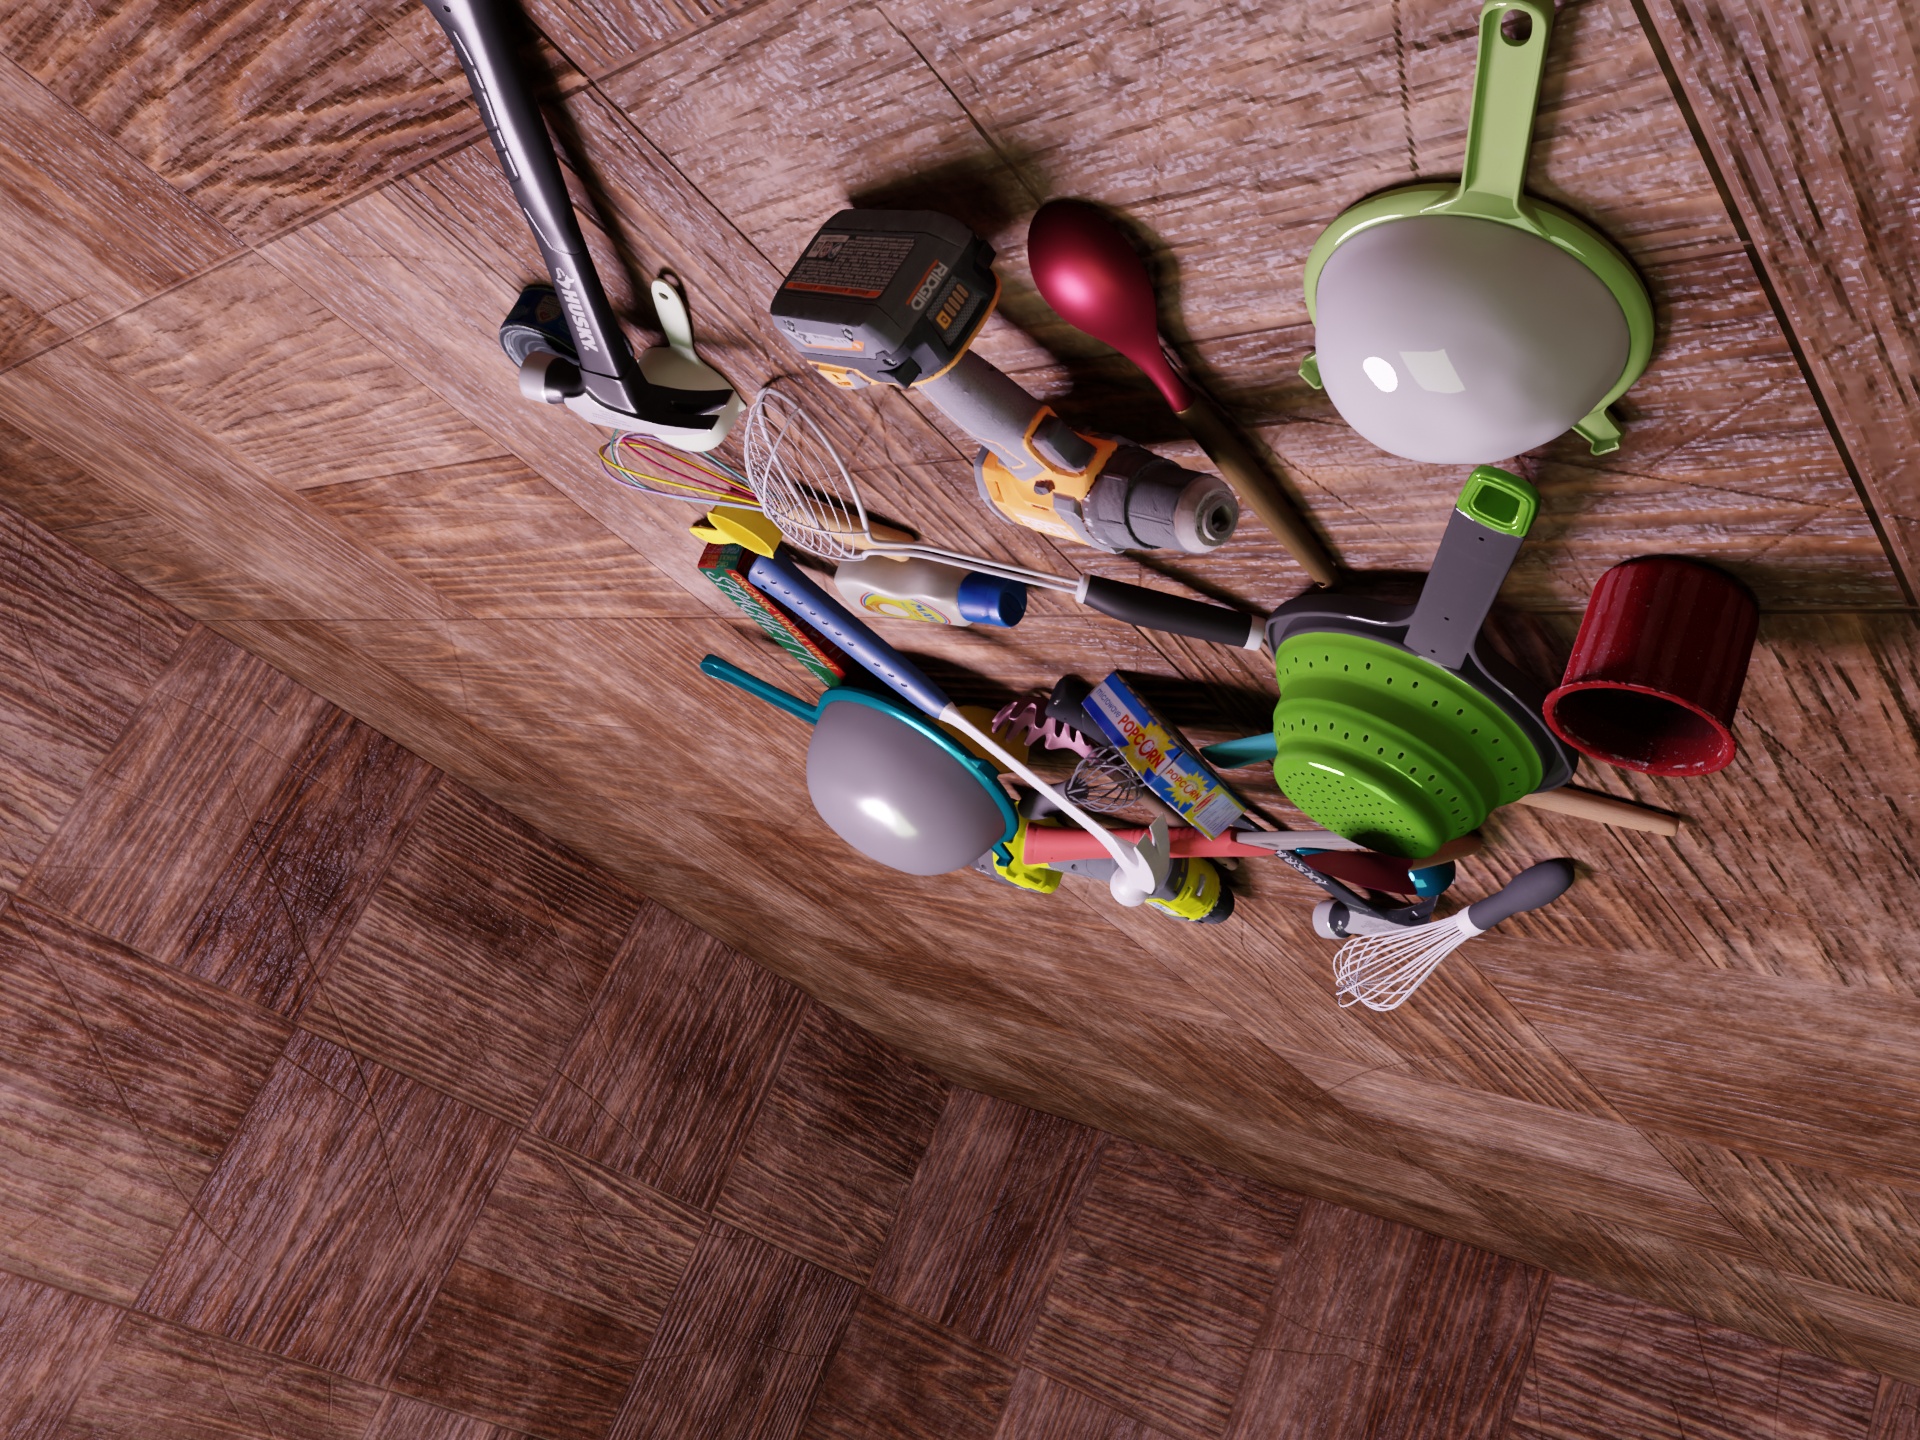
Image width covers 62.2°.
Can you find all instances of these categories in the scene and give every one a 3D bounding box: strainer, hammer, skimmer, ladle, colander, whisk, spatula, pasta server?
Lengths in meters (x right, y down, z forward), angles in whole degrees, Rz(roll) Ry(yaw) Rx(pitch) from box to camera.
[{"bbox_3d":[0.202,-0.174,0.638,0.151,0.069,0.256,19,162,19],"label":"strainer"},{"bbox_3d":[0.207,0.100,1.281,0.359,0.037,0.149,-5,159,37],"label":"hammer"},{"bbox_3d":[-0.114,0.044,1.412,0.340,0.095,0.210,27,157,19],"label":"strainer"},{"bbox_3d":[0.231,0.081,1.338,0.408,0.036,0.149,34,158,-23],"label":"hammer"},{"bbox_3d":[0.028,-0.128,1.048,0.363,0.090,0.127,14,158,1],"label":"skimmer"},{"bbox_3d":[0.131,-0.156,0.849,0.069,0.031,0.315,11,159,46],"label":"ladle"},{"bbox_3d":[0.251,-0.010,0.896,0.204,0.094,0.396,29,164,16],"label":"colander"},{"bbox_3d":[0.094,0.061,1.331,0.055,0.055,0.239,29,162,-11],"label":"whisk"},{"bbox_3d":[0.327,0.044,1.105,0.318,0.044,0.082,14,173,25],"label":"spatula"},{"bbox_3d":[-0.225,-0.280,0.897,0.146,0.035,0.334,17,153,14],"label":"hammer"},{"bbox_3d":[0.146,0.061,1.388,0.316,0.040,0.060,37,153,-33],"label":"pasta server"},{"bbox_3d":[-0.002,-0.004,1.240,0.405,0.035,0.144,39,162,9],"label":"hammer"},{"bbox_3d":[0.393,0.171,1.282,0.070,0.070,0.284,28,144,-9],"label":"whisk"},{"bbox_3d":[-0.149,-0.166,1.163,0.245,0.051,0.047,19,-178,6],"label":"whisk"}]

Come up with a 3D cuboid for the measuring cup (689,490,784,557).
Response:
[{"bbox_3d":[-0.182,-0.157,1.254,0.062,0.029,0.157,34,171,-25],"label":"measuring cup"}]

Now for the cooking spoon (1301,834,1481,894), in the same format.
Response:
[{"bbox_3d":[0.305,0.092,1.073,0.069,0.017,0.318,20,-170,30],"label":"cooking spoon"}]

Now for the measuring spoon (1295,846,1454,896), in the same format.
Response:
[{"bbox_3d":[0.306,0.113,1.177,0.128,0.021,0.042,11,163,-14],"label":"measuring spoon"}]

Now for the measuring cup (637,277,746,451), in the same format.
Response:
[{"bbox_3d":[-0.189,-0.227,1.034,0.083,0.038,0.167,23,163,6],"label":"measuring cup"}]

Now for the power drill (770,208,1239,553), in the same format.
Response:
[{"bbox_3d":[0.030,-0.163,0.827,0.226,0.084,0.185,37,173,-37],"label":"power drill"}]

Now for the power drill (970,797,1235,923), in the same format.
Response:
[{"bbox_3d":[0.143,0.142,1.535,0.229,0.080,0.190,10,168,35],"label":"power drill"}]
